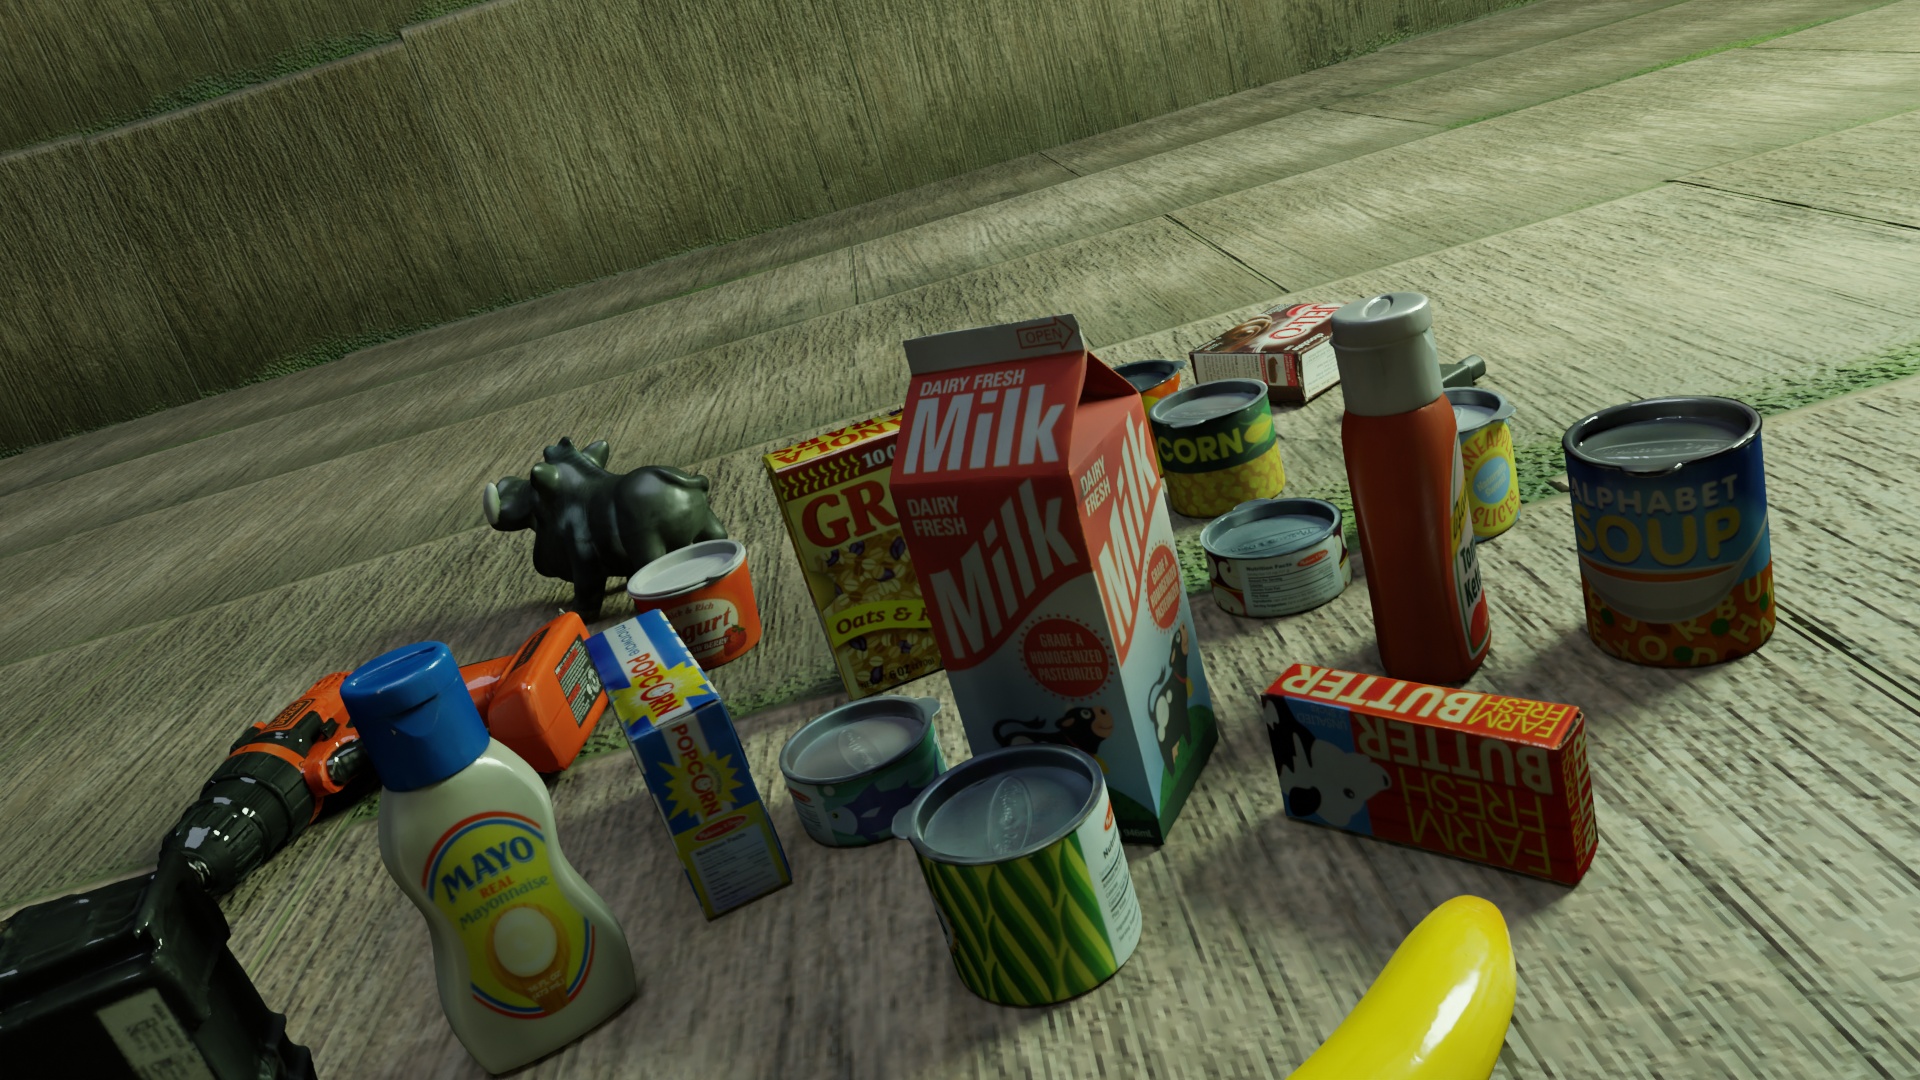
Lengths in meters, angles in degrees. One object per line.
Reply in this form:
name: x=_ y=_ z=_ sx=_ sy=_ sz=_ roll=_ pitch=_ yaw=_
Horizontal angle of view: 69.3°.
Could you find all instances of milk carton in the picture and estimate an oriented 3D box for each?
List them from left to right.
milk carton: x=0.034 y=0.012 z=0.509 sx=0.072 sy=0.190 sz=0.074 roll=-5 pitch=23 yaw=30

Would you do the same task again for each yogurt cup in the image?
yogurt cup: x=-0.145 y=0.037 z=0.776 sx=0.072 sy=0.053 sz=0.072 roll=-15 pitch=20 yaw=6

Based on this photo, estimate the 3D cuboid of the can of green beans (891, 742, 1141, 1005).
can of green beans: x=0.022 y=0.109 z=0.458 sx=0.071 sy=0.057 sz=0.071 roll=-15 pitch=20 yaw=6

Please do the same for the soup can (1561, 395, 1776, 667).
soup can: x=0.265 y=-0.003 z=0.520 sx=0.071 sy=0.083 sz=0.071 roll=-15 pitch=20 yaw=6

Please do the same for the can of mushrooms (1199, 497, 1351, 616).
can of mushrooms: x=0.149 y=0.006 z=0.657 sx=0.071 sy=0.033 sz=0.071 roll=-15 pitch=20 yaw=6

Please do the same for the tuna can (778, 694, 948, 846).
tuna can: x=-0.037 y=0.094 z=0.577 sx=0.071 sy=0.032 sz=0.071 roll=-15 pitch=20 yaw=6

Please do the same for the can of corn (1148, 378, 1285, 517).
can of corn: x=0.143 y=-0.051 z=0.774 sx=0.071 sy=0.058 sz=0.071 roll=-15 pitch=20 yaw=6

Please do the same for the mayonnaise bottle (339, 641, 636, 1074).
mayonnaise bottle: x=-0.165 y=0.107 z=0.477 sx=0.065 sy=0.147 sz=0.041 roll=-26 pitch=22 yaw=-23

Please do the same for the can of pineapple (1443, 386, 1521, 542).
can of pineapple: x=0.232 y=-0.035 z=0.665 sx=0.071 sy=0.057 sz=0.071 roll=-15 pitch=20 yaw=6

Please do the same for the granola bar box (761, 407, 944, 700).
granola bar box: x=0.002 y=-0.009 z=0.679 sx=0.166 sy=0.123 sz=0.039 roll=-20 pitch=20 yaw=-9

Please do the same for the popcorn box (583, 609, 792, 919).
popcorn box: x=-0.116 y=0.088 z=0.579 sx=0.038 sy=0.085 sz=0.127 roll=-23 pitch=21 yaw=-16

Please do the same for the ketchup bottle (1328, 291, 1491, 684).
ketchup bottle: x=0.175 y=-0.021 z=0.544 sx=0.043 sy=0.148 sz=0.065 roll=-6 pitch=23 yaw=27

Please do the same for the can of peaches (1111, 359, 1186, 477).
can of peaches: x=0.111 y=-0.074 z=0.859 sx=0.071 sy=0.058 sz=0.071 roll=-15 pitch=20 yaw=6

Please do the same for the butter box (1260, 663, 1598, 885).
butter box: x=0.152 y=0.074 z=0.454 sx=0.103 sy=0.053 sz=0.024 roll=5 pitch=30 yaw=45
